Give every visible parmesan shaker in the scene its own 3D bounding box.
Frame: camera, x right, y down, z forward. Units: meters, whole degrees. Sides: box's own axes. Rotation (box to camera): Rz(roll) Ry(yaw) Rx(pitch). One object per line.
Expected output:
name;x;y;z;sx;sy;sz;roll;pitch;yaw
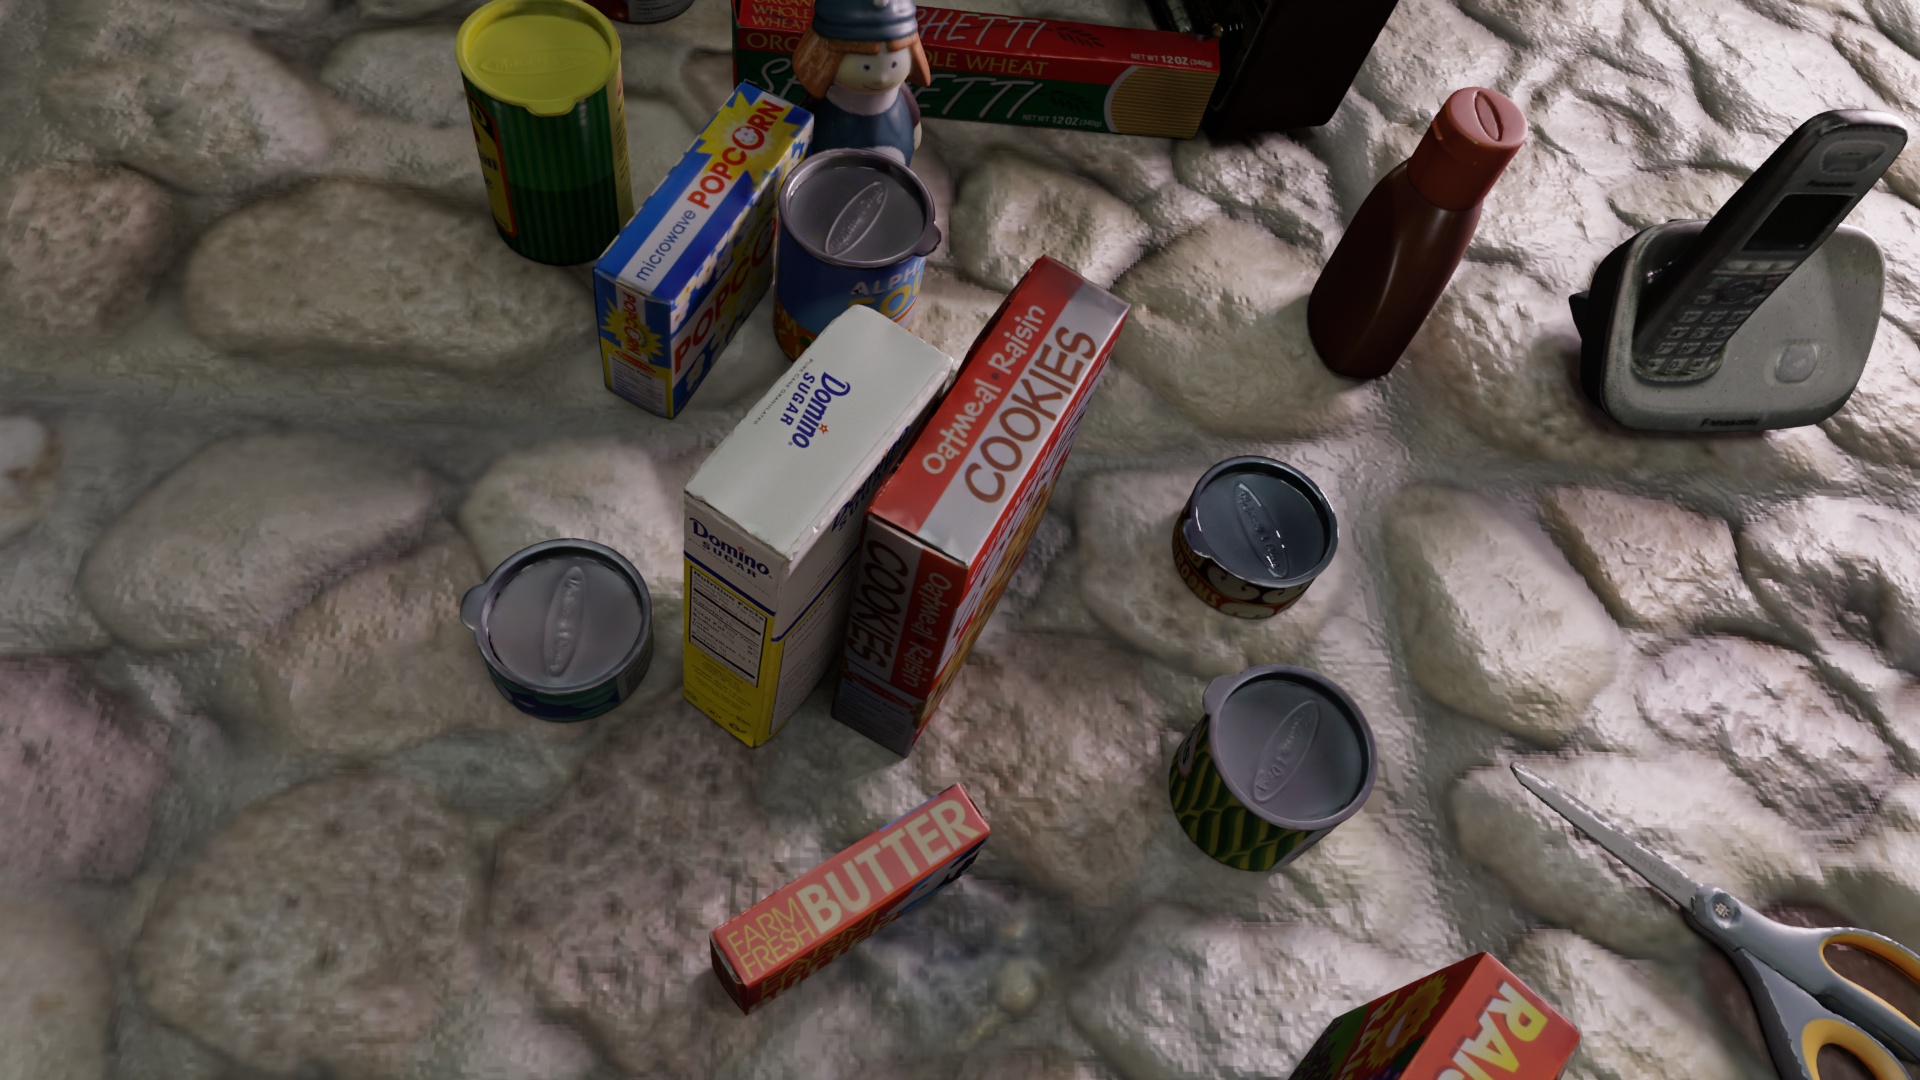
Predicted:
parmesan shaker;-0.181;-0.177;0.617;0.071;0.102;0.071;4;61;-7

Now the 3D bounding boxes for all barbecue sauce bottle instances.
barbecue sauce bottle;0.206;-0.140;0.636;0.044;0.147;0.065;1;61;-9

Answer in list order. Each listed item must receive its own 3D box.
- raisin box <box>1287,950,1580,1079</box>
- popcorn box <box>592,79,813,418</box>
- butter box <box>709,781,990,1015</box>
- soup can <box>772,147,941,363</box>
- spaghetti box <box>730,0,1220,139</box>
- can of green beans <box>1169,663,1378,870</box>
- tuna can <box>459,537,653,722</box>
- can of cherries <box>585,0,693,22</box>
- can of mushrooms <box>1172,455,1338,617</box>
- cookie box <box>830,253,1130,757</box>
raisin box;0.138;0.190;0.454;0.040;0.122;0.086;42;63;14
popcorn box;-0.111;-0.127;0.611;0.038;0.084;0.127;25;60;5
butter box;-0.039;0.129;0.498;0.104;0.053;0.024;-28;69;-22
soup can;-0.047;-0.120;0.618;0.071;0.083;0.071;4;61;-7
spaghetti box;0.007;-0.244;0.717;0.250;0.050;0.029;2;61;-8
can of green beans;0.121;0.090;0.545;0.071;0.057;0.071;4;61;-7
tuna can;-0.156;0.035;0.542;0.071;0.032;0.071;4;60;-7
can of cherries;-0.171;-0.315;0.722;0.071;0.058;0.072;4;61;-7
can of mushrooms;0.126;-0.001;0.611;0.071;0.033;0.071;4;60;-7
cookie box;0.002;-0.006;0.515;0.040;0.166;0.123;28;60;6
